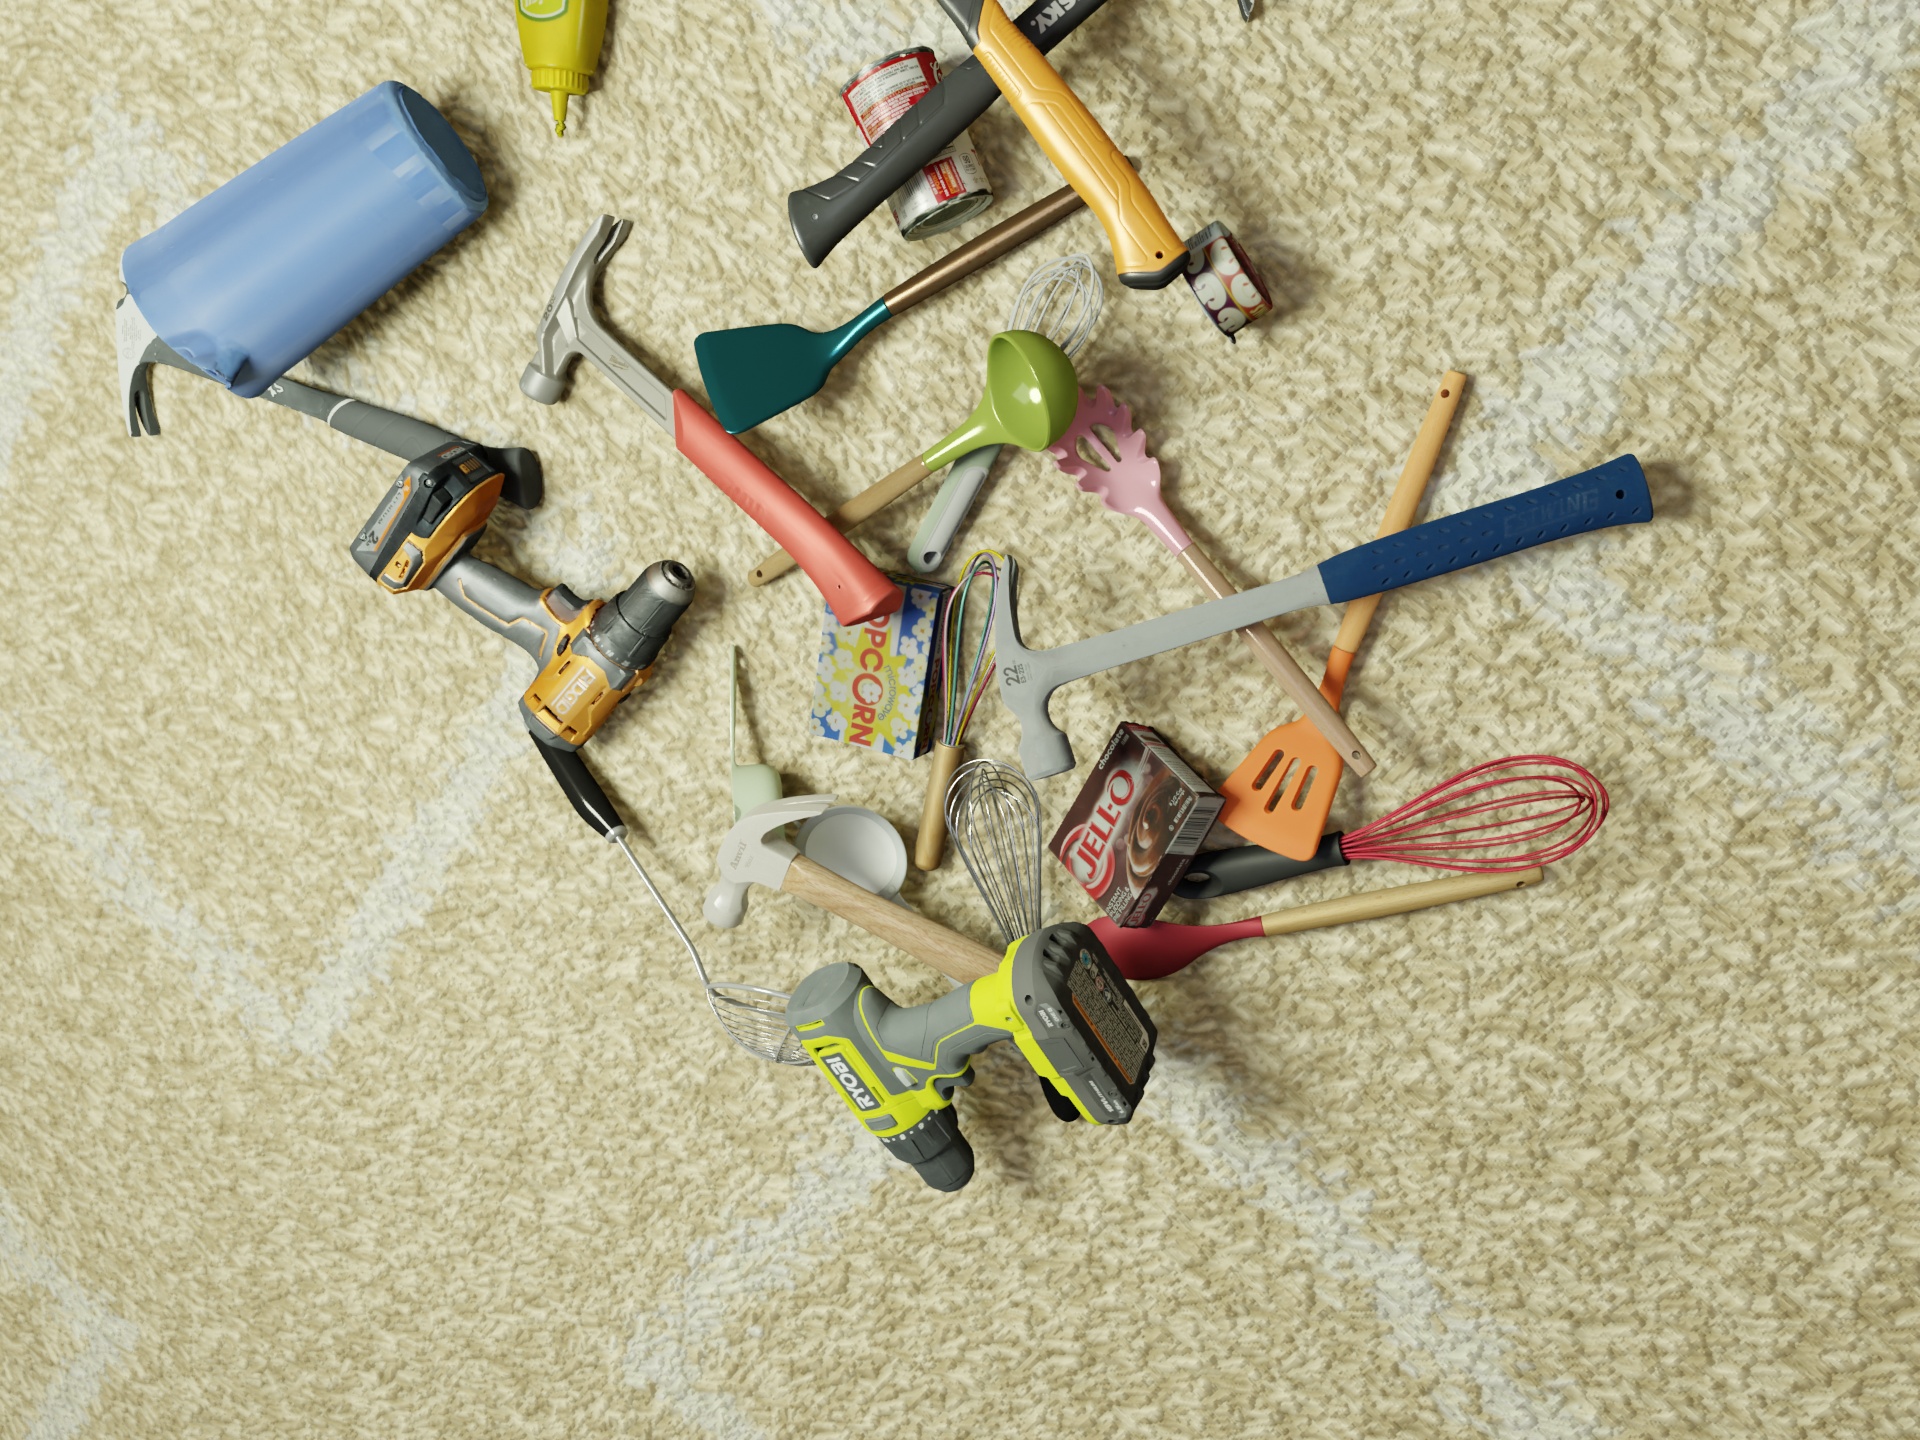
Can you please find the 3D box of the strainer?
[{"bbox_3d":[-0.035,0.149,1.178,0.087,0.050,0.258,-40,92,20],"label":"strainer"}]

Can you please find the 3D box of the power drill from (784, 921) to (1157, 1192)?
[{"bbox_3d":[0.014,0.235,1.083,0.228,0.080,0.190,-21,112,33],"label":"power drill"}]

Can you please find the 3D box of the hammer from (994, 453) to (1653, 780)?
[{"bbox_3d":[0.213,-0.087,0.986,0.405,0.035,0.144,-17,86,12],"label":"hammer"}]

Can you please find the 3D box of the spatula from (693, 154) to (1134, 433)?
[{"bbox_3d":[-0.030,-0.291,1.057,0.317,0.044,0.082,-27,72,17],"label":"spatula"}]

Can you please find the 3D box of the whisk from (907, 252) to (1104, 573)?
[{"bbox_3d":[0.025,-0.202,1.071,0.246,0.057,0.059,-60,36,26],"label":"whisk"}]

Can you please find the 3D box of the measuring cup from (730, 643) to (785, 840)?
[{"bbox_3d":[-0.152,0.025,1.188,0.038,0.083,0.168,-2,83,-7],"label":"measuring cup"}]

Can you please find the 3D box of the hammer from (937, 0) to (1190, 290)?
[{"bbox_3d":[0.032,-0.403,0.944,0.127,0.034,0.337,-37,92,8],"label":"hammer"}]

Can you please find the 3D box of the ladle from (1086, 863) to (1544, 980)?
[{"bbox_3d":[0.232,0.134,1.079,0.315,0.031,0.069,-14,131,19],"label":"ladle"}]

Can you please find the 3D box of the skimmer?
[{"bbox_3d":[-0.207,0.119,1.224,0.090,0.127,0.363,-35,75,-12],"label":"skimmer"}]

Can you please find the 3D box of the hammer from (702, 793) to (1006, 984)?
[{"bbox_3d":[-0.018,0.155,1.115,0.331,0.031,0.130,26,118,5],"label":"hammer"}]

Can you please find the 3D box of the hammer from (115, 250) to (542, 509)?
[{"bbox_3d":[-0.509,-0.245,1.265,0.409,0.036,0.149,21,110,14],"label":"hammer"}]

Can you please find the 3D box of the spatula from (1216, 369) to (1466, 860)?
[{"bbox_3d":[0.253,-0.068,1.019,0.081,0.041,0.322,28,110,30],"label":"spatula"}]

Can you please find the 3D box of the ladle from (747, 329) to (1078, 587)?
[{"bbox_3d":[-0.046,-0.161,1.072,0.320,0.062,0.078,-28,86,37],"label":"ladle"}]

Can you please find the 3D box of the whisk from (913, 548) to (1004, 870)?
[{"bbox_3d":[-0.001,-0.003,1.129,0.047,0.051,0.245,15,110,10],"label":"whisk"}]

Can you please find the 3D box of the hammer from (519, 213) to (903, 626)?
[{"bbox_3d":[-0.168,-0.197,1.114,0.359,0.036,0.149,43,114,19],"label":"hammer"}]

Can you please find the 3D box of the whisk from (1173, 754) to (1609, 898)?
[{"bbox_3d":[0.270,0.081,1.041,0.296,0.073,0.073,-15,97,29],"label":"whisk"}]

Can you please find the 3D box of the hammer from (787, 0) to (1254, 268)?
[{"bbox_3d":[0.027,-0.399,0.979,0.335,0.035,0.146,-40,92,6],"label":"hammer"}]

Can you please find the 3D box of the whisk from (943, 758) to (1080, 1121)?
[{"bbox_3d":[0.046,0.162,1.145,0.070,0.070,0.284,-9,104,22],"label":"whisk"}]

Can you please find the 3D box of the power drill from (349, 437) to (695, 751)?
[{"bbox_3d":[-0.318,-0.106,1.183,0.226,0.084,0.185,44,120,-7],"label":"power drill"}]

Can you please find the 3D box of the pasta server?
[{"bbox_3d":[0.162,-0.090,1.028,0.060,0.040,0.316,-40,78,10],"label":"pasta server"}]
